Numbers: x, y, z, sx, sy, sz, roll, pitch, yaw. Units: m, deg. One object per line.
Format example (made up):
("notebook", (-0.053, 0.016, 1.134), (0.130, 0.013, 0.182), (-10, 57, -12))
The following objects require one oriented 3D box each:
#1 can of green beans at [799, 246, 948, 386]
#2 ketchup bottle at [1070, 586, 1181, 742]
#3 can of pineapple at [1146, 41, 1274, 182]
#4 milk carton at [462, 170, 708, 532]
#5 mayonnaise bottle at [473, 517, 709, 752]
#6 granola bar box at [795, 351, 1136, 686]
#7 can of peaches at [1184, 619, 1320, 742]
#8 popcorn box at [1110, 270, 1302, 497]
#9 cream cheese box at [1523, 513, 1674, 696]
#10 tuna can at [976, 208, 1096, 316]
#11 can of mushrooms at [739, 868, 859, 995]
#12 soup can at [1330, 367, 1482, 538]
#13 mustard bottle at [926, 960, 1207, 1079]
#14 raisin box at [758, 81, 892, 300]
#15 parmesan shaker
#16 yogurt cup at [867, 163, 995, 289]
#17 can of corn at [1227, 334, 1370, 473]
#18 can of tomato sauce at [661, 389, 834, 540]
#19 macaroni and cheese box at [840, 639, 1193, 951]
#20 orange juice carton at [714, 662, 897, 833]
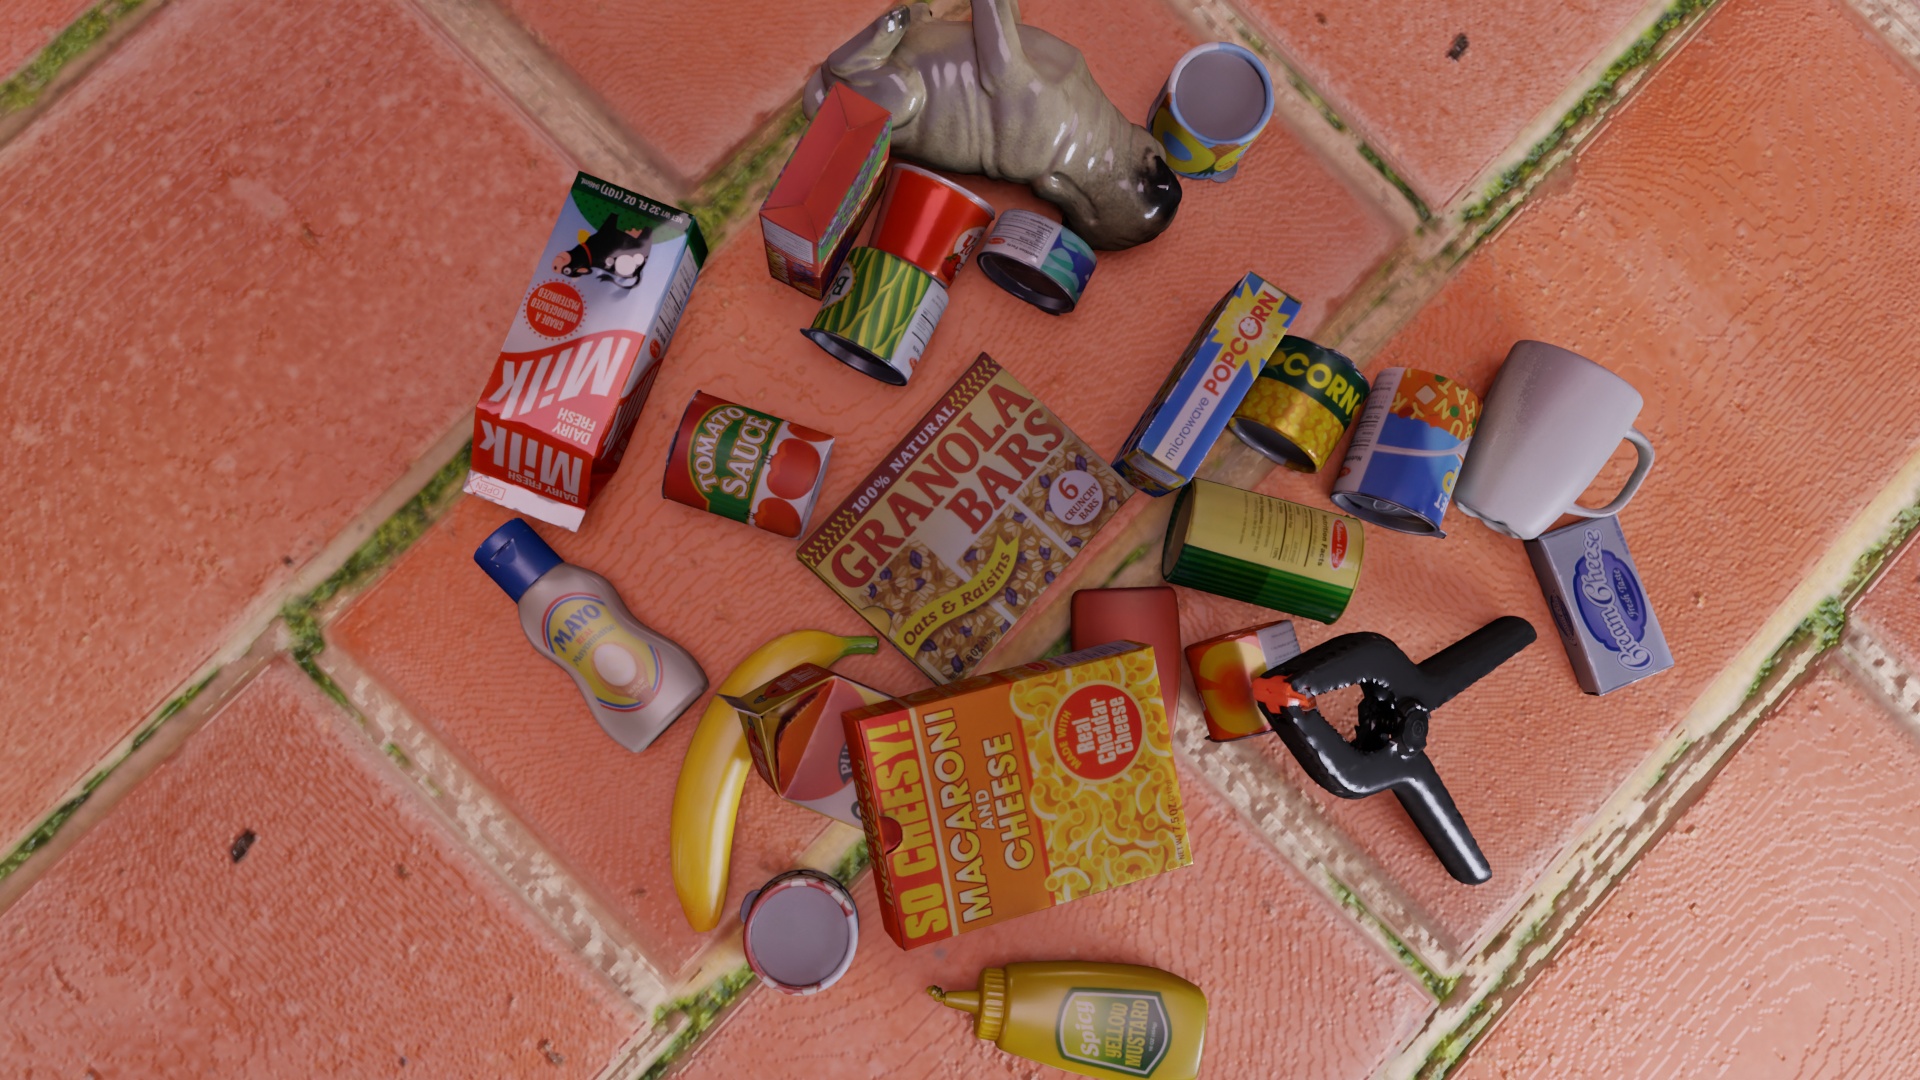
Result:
("can of green beans", (-0.048, -0.132, 0.819), (0.071, 0.071, 0.058), (27, 83, -2))
("ketchup bottle", (0.100, 0.102, 0.820), (0.065, 0.043, 0.149), (-2, 85, 2))
("can of pineapple", (0.154, -0.261, 0.850), (0.071, 0.058, 0.071), (0, 85, -5))
("milk carton", (-0.217, -0.104, 0.799), (0.072, 0.073, 0.190), (21, 84, -2))
("mayonnaise bottle", (-0.216, 0.051, 0.801), (0.065, 0.041, 0.148), (-45, 90, -5))
("granola bar box", (0.003, -0.010, 0.825), (0.124, 0.039, 0.166), (42, 83, 0))
("can of peaches", (0.169, 0.082, 0.818), (0.071, 0.071, 0.058), (-15, 87, -5))
("popcorn box", (0.143, -0.089, 0.820), (0.038, 0.085, 0.127), (34, 84, 0))
("cream cheese box", (0.395, 0.038, 0.859), (0.053, 0.024, 0.104), (-20, 87, -5))
("tuna can", (0.047, -0.166, 0.831), (0.071, 0.071, 0.033), (28, 83, -2))
("can of mushrooms", (-0.094, 0.224, 0.800), (0.071, 0.033, 0.071), (0, 86, -4))
("soup can", (0.271, -0.052, 0.836), (0.071, 0.071, 0.084), (23, 84, -2))
("mustard bottle", (0.059, 0.273, 0.799), (0.160, 0.048, 0.065), (8, 83, -4))
("raisin box", (-0.077, -0.195, 0.793), (0.040, 0.123, 0.086), (28, 84, -2))
("parmesan shaker", (0.178, 0.004, 0.826), (0.103, 0.071, 0.071), (15, 84, -2))
("yogurt cup", (-0.020, -0.186, 0.828), (0.072, 0.072, 0.054), (25, 92, -2))
("can of corn", (0.202, -0.081, 0.831), (0.071, 0.071, 0.058), (33, 84, -1))
("can of tomato sauce", (-0.122, -0.043, 0.803), (0.083, 0.071, 0.071), (18, 84, -3))
("macaroni and cheese box", (0.032, 0.131, 0.736), (0.167, 0.040, 0.123), (-13, 94, -17))
("orange juice carton", (-0.043, 0.124, 0.773), (0.193, 0.072, 0.073), (25, 84, -16))
